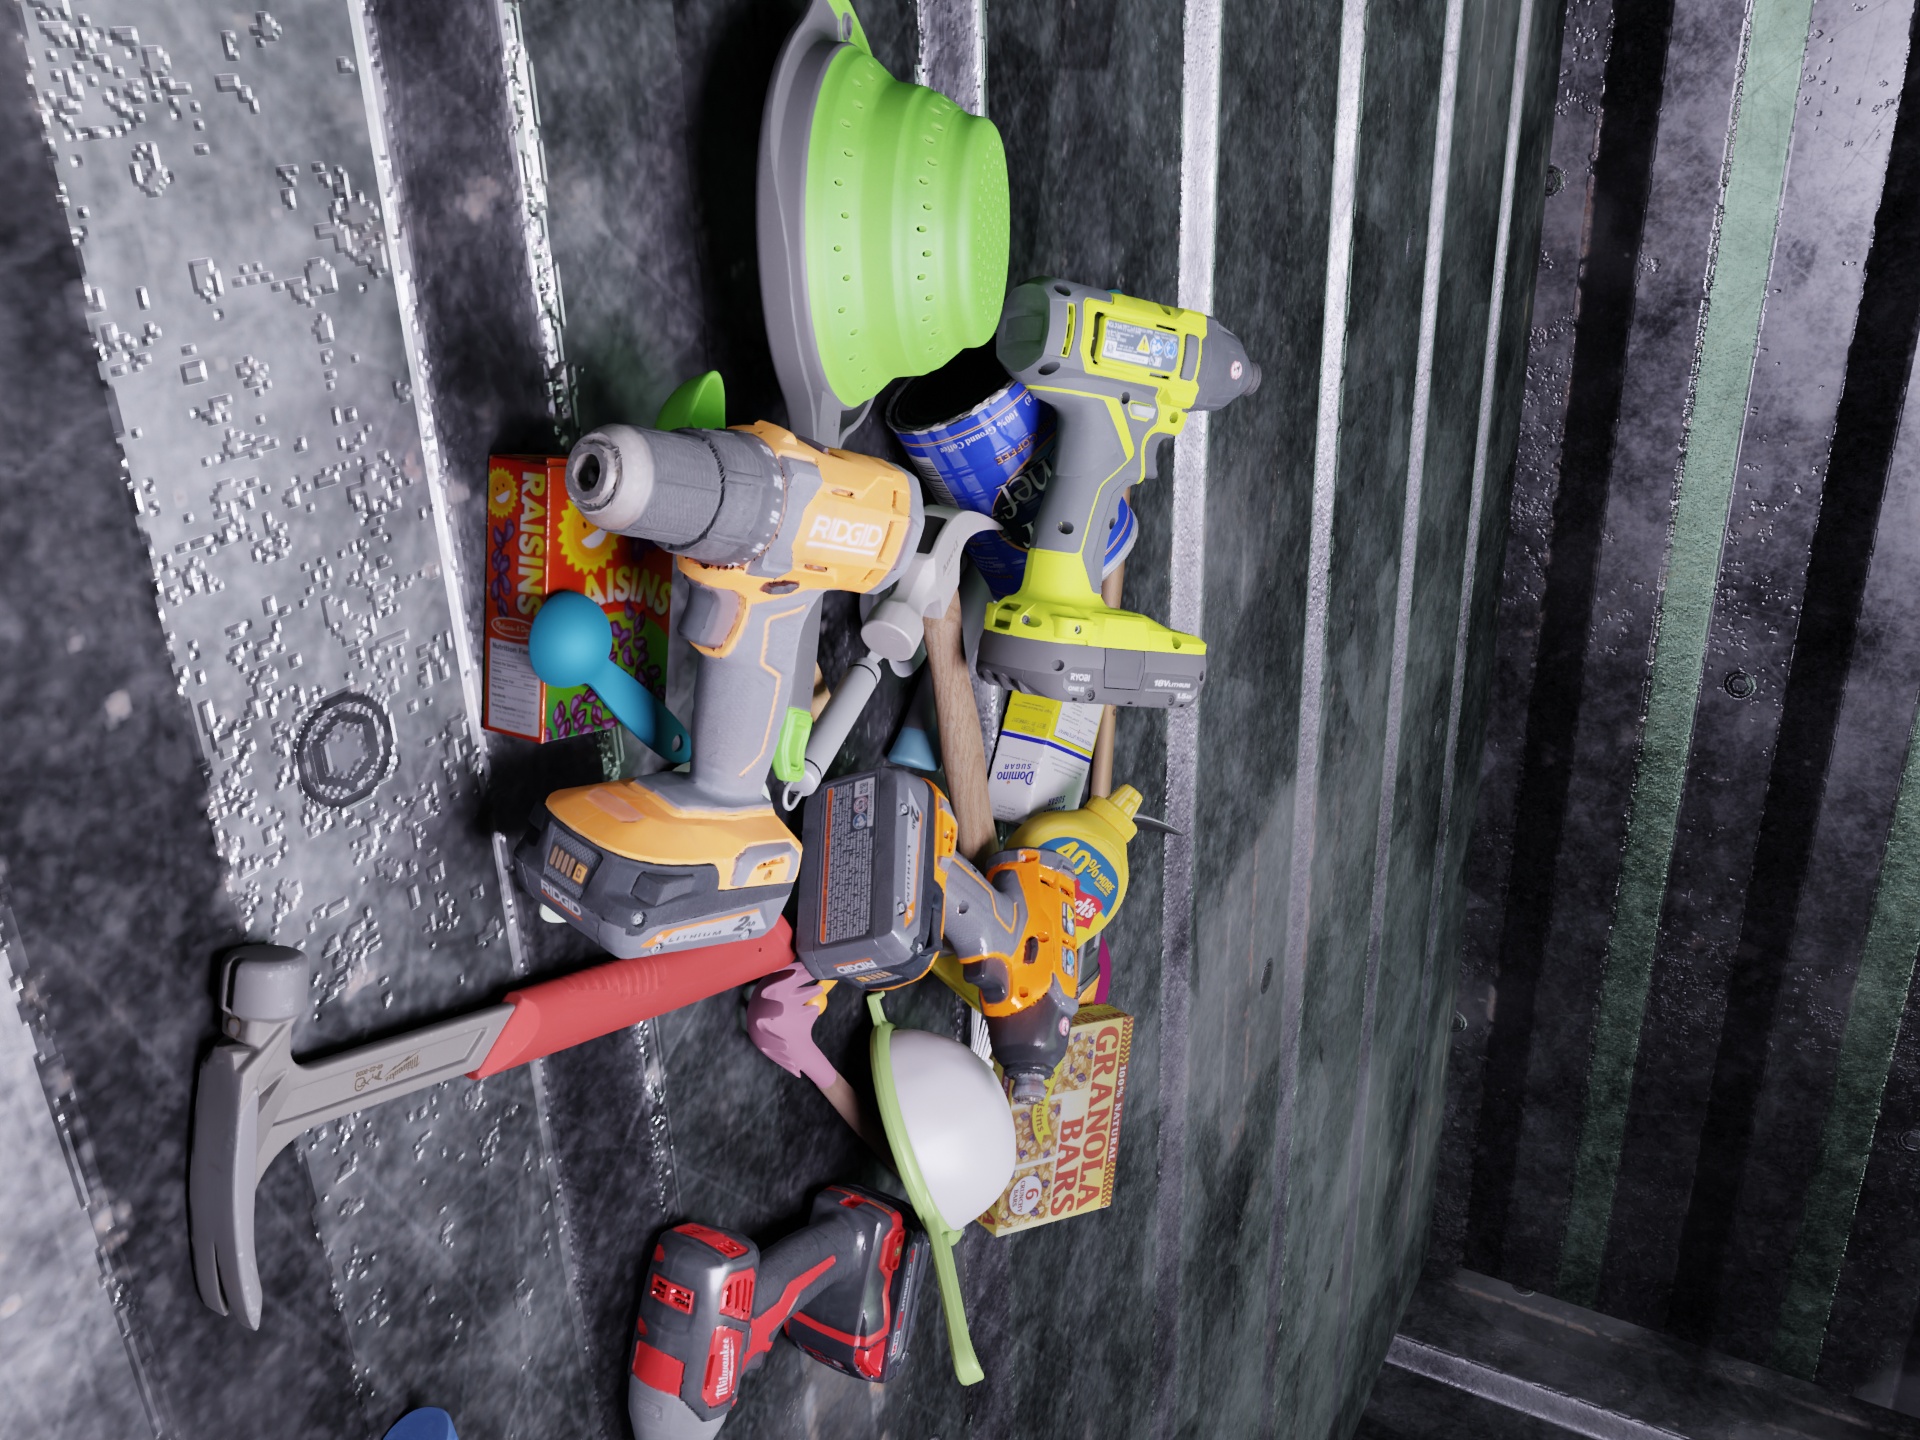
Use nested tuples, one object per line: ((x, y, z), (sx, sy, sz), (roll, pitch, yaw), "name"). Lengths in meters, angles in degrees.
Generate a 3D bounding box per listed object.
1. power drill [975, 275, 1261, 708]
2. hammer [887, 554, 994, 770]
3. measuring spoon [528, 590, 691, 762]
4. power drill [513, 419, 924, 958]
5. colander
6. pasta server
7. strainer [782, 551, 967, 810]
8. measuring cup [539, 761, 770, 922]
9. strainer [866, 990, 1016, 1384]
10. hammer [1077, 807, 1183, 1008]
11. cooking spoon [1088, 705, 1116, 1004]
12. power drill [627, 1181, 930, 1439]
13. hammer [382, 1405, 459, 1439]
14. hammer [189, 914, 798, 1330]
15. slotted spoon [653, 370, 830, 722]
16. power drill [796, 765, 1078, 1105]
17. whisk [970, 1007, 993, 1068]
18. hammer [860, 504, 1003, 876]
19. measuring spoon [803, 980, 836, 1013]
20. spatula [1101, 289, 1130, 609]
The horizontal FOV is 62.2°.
((0.092, -0.124, 0.901), (0.171, 0.080, 0.223), (3, 99, -35), "power drill")
((0.022, -0.117, 1.069), (0.128, 0.033, 0.331), (47, 59, -58), "hammer")
((-0.147, -0.012, 0.715), (0.042, 0.021, 0.128), (-66, 148, -21), "measuring spoon")
((-0.114, -0.017, 0.672), (0.185, 0.084, 0.226), (1, 113, -58), "power drill")
((-0.035, -0.165, 0.796), (0.204, 0.094, 0.397), (24, 71, -79), "colander")
((-0.071, 0.242, 1.025), (0.315, 0.040, 0.060), (64, 34, -51), "pasta server")
((-0.055, -0.032, 0.905), (0.259, 0.050, 0.086), (-64, 156, -51), "strainer")
((-0.159, 0.067, 0.796), (0.167, 0.038, 0.083), (-21, 119, -56), "measuring cup")
((0.006, 0.292, 1.003), (0.257, 0.069, 0.151), (-107, 175, -53), "strainer")
((0.102, 0.238, 1.326), (0.127, 0.034, 0.337), (7, 97, -43), "hammer")
((0.112, 0.132, 1.346), (0.068, 0.017, 0.318), (-13, 112, -49), "cooking spoon")
((-0.113, 0.363, 0.956), (0.219, 0.079, 0.143), (9, 92, -60), "power drill")
((-0.215, 0.487, 0.849), (0.144, 0.035, 0.405), (-55, 144, -38), "hammer")
((-0.196, 0.150, 0.758), (0.359, 0.037, 0.149), (-8, 107, -61), "hammer")
((-0.102, -0.066, 0.812), (0.313, 0.031, 0.070), (72, 30, -61), "slotted spoon")
((-0.001, 0.135, 0.968), (0.226, 0.084, 0.164), (34, 49, -48), "power drill")
((0.016, 0.244, 1.182), (0.058, 0.059, 0.246), (75, 32, -90), "whisk")
((-0.002, -0.003, 0.977), (0.331, 0.031, 0.130), (81, 28, -54), "hammer")
((-0.067, 0.149, 1.024), (0.117, 0.011, 0.021), (-50, 141, -44), "measuring spoon")
((0.113, -0.168, 1.234), (0.082, 0.044, 0.317), (-36, 135, -53), "spatula")
